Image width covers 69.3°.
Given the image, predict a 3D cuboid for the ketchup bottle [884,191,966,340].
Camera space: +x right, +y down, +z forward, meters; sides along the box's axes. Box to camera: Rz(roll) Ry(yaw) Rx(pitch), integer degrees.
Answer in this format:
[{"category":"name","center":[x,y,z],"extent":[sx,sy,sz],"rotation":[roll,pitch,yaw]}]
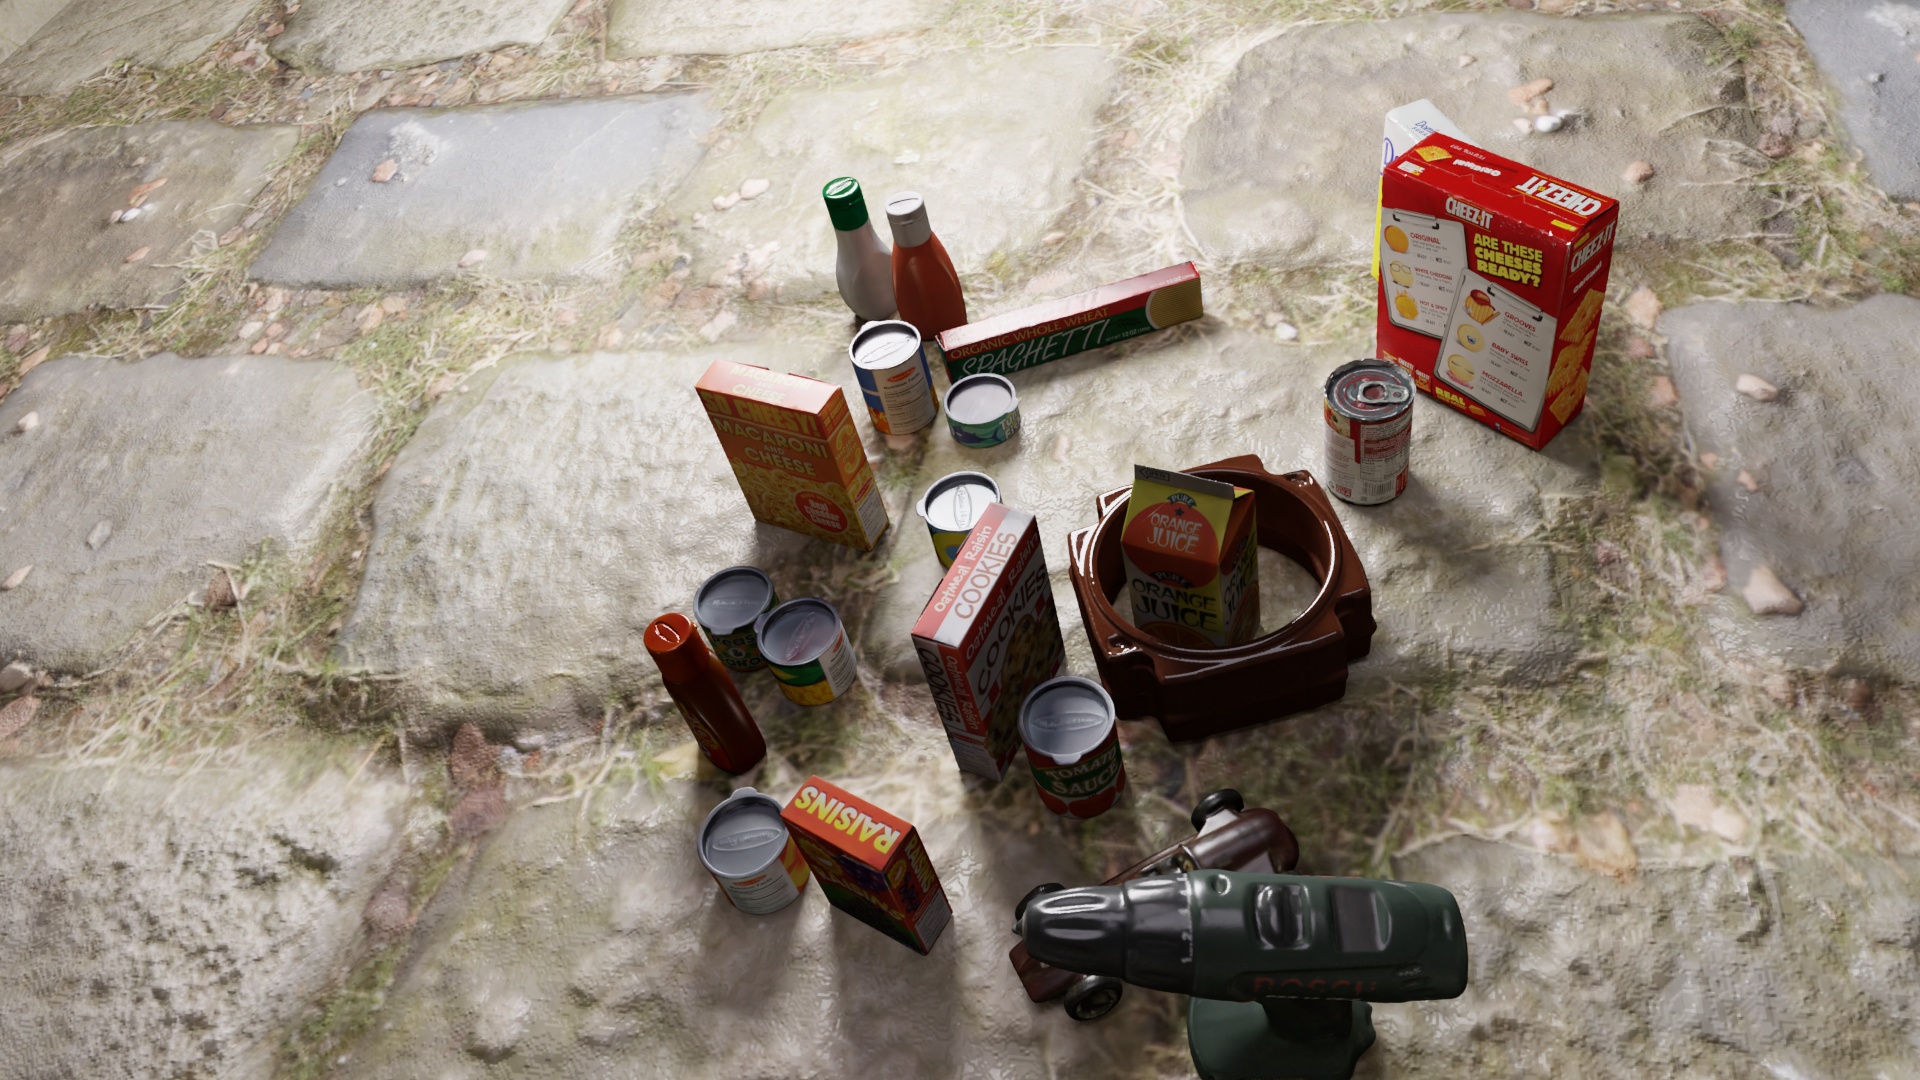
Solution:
[{"category":"ketchup bottle","center":[-0.037,-0.258,1.312],"extent":[0.065,0.148,0.044],"rotation":[-11,48,5]}]

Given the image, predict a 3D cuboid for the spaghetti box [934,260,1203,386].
[{"category":"spaghetti box","center":[0.103,-0.201,1.293],"extent":[0.250,0.050,0.029],"rotation":[-16,47,0]}]

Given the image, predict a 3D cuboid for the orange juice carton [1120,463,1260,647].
[{"category":"orange juice carton","center":[0.165,0.018,0.987],"extent":[0.072,0.191,0.073],"rotation":[15,55,25]}]

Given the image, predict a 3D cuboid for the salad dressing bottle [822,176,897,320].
[{"category":"salad dressing bottle","center":[-0.098,-0.283,1.350],"extent":[0.064,0.147,0.044],"rotation":[-36,51,-18]}]

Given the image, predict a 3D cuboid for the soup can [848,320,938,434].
[{"category":"soup can","center":[-0.061,-0.149,1.266],"extent":[0.071,0.083,0.072],"rotation":[-7,48,8]}]

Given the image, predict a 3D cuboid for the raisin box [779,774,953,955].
[{"category":"raisin box","center":[-0.061,0.215,0.915],"extent":[0.086,0.122,0.040],"rotation":[21,58,29]}]

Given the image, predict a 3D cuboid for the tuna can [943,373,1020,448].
[{"category":"tuna can","center":[0.022,-0.116,1.250],"extent":[0.071,0.032,0.071],"rotation":[-7,48,8]}]

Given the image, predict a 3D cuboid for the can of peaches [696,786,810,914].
[{"category":"can of peaches","center":[-0.144,0.219,0.977],"extent":[0.071,0.057,0.071],"rotation":[-7,48,8]}]

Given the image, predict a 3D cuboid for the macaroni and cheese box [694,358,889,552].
[{"category":"macaroni and cheese box","center":[-0.138,-0.071,1.159],"extent":[0.124,0.165,0.040],"rotation":[15,54,25]}]

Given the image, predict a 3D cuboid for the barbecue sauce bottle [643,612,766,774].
[{"category":"barbecue sauce bottle","center":[-0.190,0.111,1.023],"extent":[0.044,0.147,0.065],"rotation":[-41,52,-21]}]

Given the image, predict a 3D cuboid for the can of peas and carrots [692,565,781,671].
[{"category":"can of peas and carrots","center":[-0.176,0.065,1.121],"extent":[0.071,0.058,0.071],"rotation":[-7,48,8]}]

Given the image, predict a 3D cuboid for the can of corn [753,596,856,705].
[{"category":"can of corn","center":[-0.122,0.087,1.089],"extent":[0.071,0.058,0.071],"rotation":[-7,48,8]}]

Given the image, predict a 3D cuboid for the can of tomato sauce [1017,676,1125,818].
[{"category":"can of tomato sauce","center":[0.079,0.147,0.968],"extent":[0.071,0.082,0.071],"rotation":[-7,48,8]}]

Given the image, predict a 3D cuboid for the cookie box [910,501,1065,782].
[{"category":"cookie box","center":[0.024,0.074,0.990],"extent":[0.040,0.166,0.123],"rotation":[14,54,25]}]

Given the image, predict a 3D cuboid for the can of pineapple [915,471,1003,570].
[{"category":"can of pineapple","center":[0.004,-0.014,1.147],"extent":[0.071,0.057,0.071],"rotation":[-7,48,8]}]
